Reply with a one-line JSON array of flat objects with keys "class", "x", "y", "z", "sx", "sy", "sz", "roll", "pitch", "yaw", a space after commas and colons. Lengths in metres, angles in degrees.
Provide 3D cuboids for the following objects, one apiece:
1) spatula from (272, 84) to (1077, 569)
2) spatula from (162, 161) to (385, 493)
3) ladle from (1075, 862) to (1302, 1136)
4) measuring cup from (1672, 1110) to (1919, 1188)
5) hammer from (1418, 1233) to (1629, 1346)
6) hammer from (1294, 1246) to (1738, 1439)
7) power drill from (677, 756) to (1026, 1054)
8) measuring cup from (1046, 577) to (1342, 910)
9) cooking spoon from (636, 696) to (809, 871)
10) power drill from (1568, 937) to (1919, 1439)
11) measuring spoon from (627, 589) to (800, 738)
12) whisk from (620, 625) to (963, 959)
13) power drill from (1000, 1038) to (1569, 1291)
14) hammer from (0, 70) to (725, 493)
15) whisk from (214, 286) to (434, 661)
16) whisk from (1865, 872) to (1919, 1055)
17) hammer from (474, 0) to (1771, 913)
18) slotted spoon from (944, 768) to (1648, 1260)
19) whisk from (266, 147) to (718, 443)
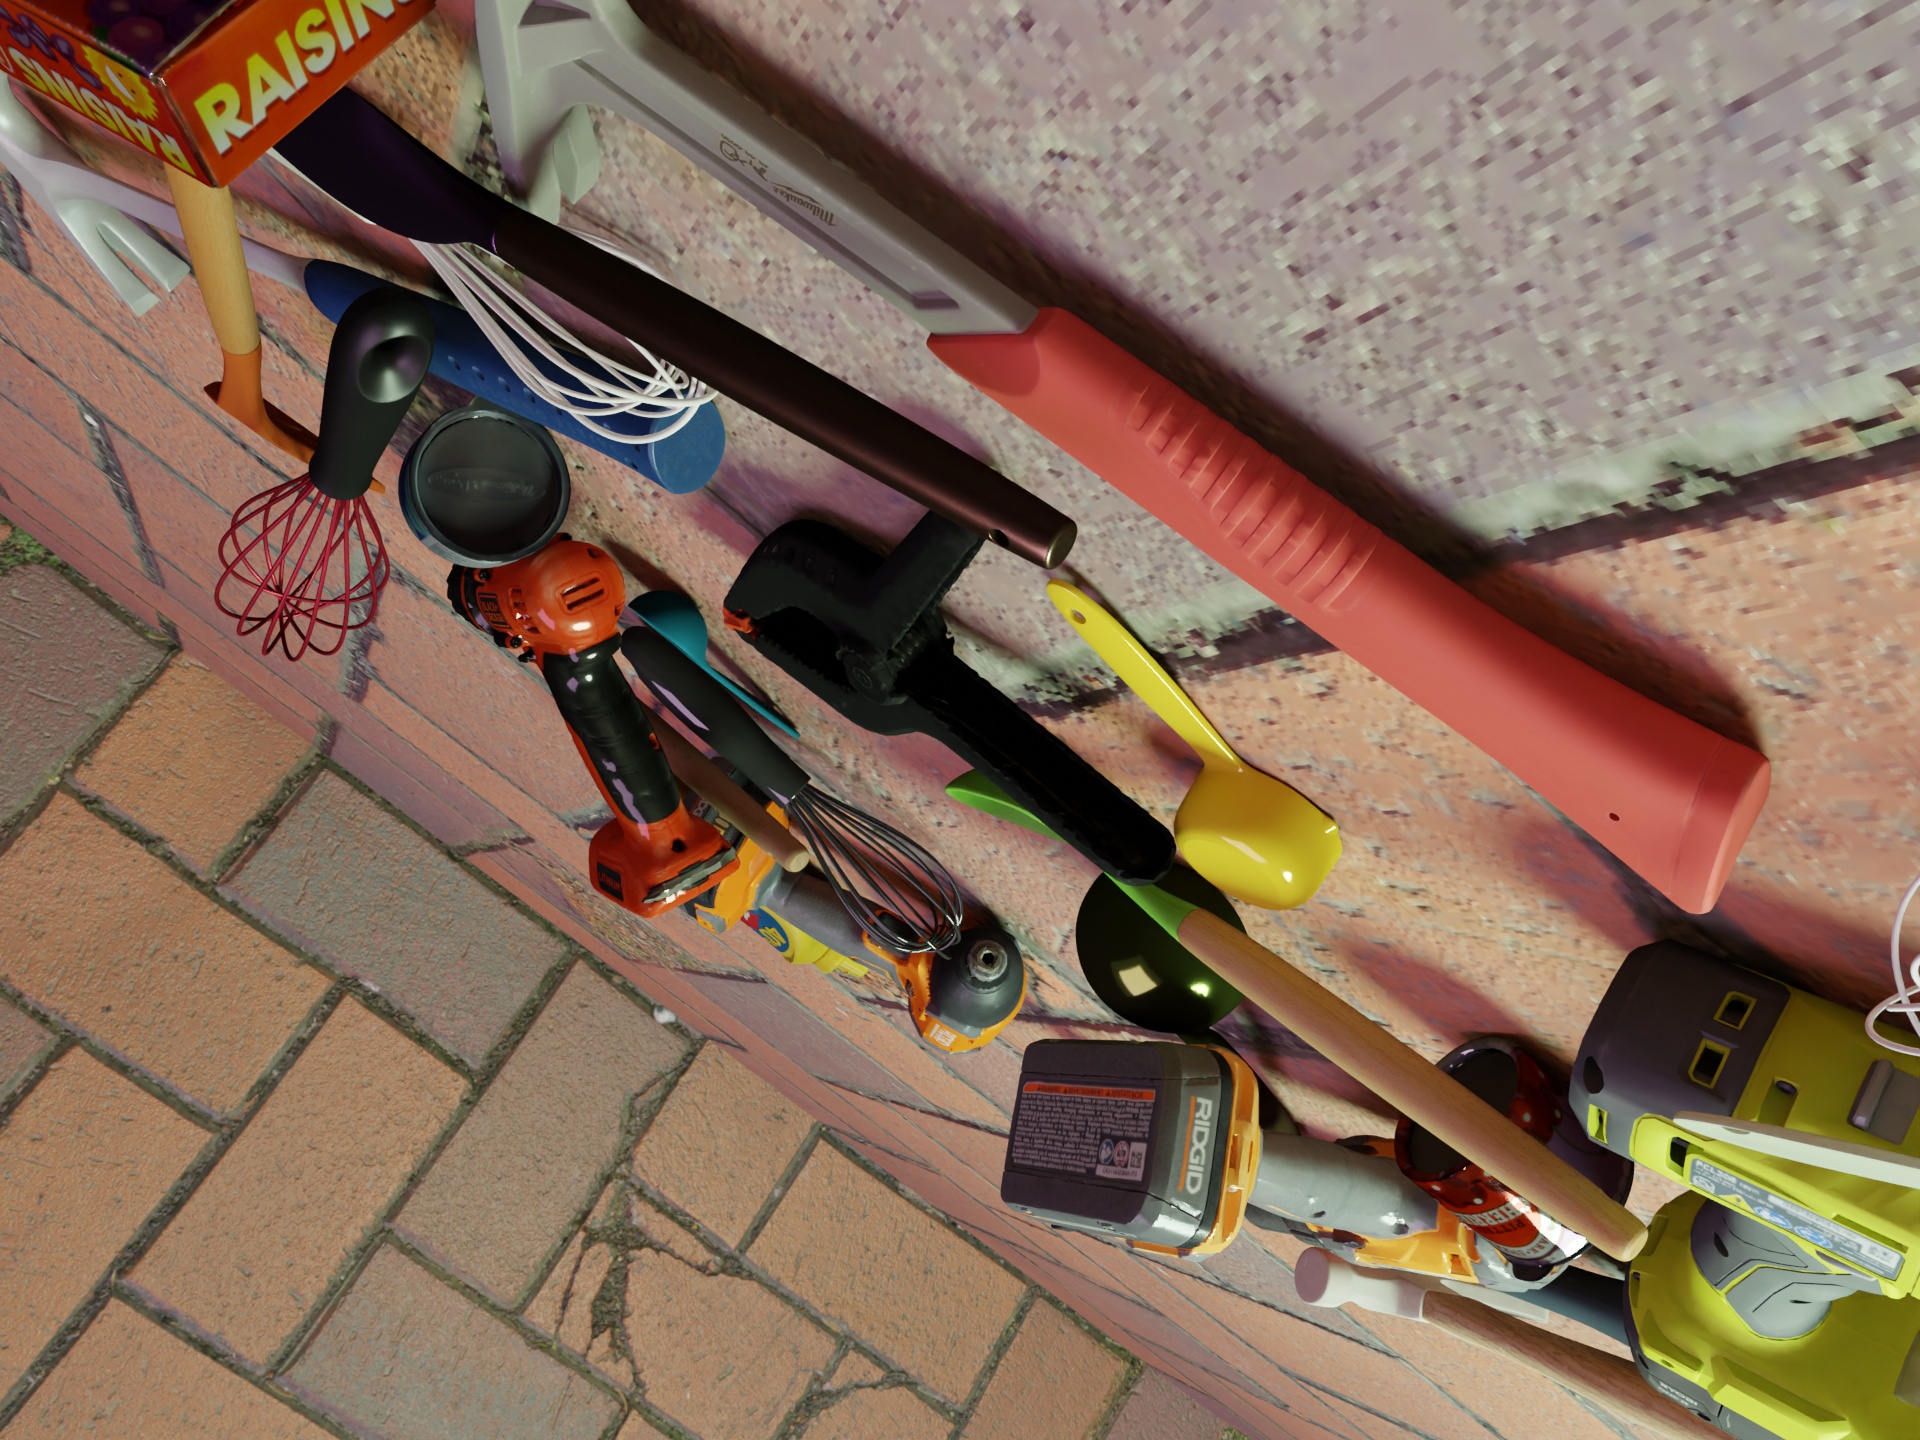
[{"class": "spatula", "x": -0.100, "y": -0.117, "z": 0.422, "sx": 0.316, "sy": 0.018, "sz": 0.059, "roll": 32, "pitch": 156, "yaw": 22}, {"class": "spatula", "x": -0.266, "y": -0.161, "z": 0.591, "sx": 0.081, "sy": 0.041, "sz": 0.322, "roll": 36, "pitch": 156, "yaw": -4}, {"class": "ladle", "x": 0.130, "y": 0.153, "z": 0.767, "sx": 0.078, "sy": 0.062, "sz": 0.319, "roll": 12, "pitch": 159, "yaw": 30}, {"class": "measuring cup", "x": 0.252, "y": 0.093, "z": 0.359, "sx": 0.168, "sy": 0.038, "sz": 0.083, "roll": 4, "pitch": 155, "yaw": 38}, {"class": "hammer", "x": 0.199, "y": 0.259, "z": 0.850, "sx": 0.143, "sy": 0.038, "sz": 0.386, "roll": 28, "pitch": 166, "yaw": -35}, {"class": "hammer", "x": 0.310, "y": 0.314, "z": 0.755, "sx": 0.130, "sy": 0.031, "sz": 0.331, "roll": 17, "pitch": 171, "yaw": -23}, {"class": "power drill", "x": -0.064, "y": 0.113, "z": 0.928, "sx": 0.226, "sy": 0.084, "sz": 0.164, "roll": 30, "pitch": 160, "yaw": 3}, {"class": "measuring cup", "x": 0.071, "y": 0.013, "z": 0.530, "sx": 0.156, "sy": 0.029, "sz": 0.062, "roll": 45, "pitch": 159, "yaw": -30}, {"class": "cooking spoon", "x": -0.184, "y": -0.012, "z": 0.847, "sx": 0.319, "sy": 0.017, "sz": 0.068, "roll": 36, "pitch": 162, "yaw": 33}, {"class": "power drill", "x": 0.286, "y": 0.169, "z": 0.474, "sx": 0.191, "sy": 0.080, "sz": 0.228, "roll": 23, "pitch": 155, "yaw": 34}, {"class": "measuring spoon", "x": -0.111, "y": -0.028, "z": 0.773, "sx": 0.042, "sy": 0.021, "sz": 0.128, "roll": 34, "pitch": 174, "yaw": 42}, {"class": "whisk", "x": -0.087, "y": 0.038, "z": 0.822, "sx": 0.239, "sy": 0.055, "sz": 0.055, "roll": 44, "pitch": 160, "yaw": -4}, {"class": "power drill", "x": 0.130, "y": 0.202, "z": 0.715, "sx": 0.226, "sy": 0.084, "sz": 0.185, "roll": 19, "pitch": 162, "yaw": -26}, {"class": "hammer", "x": -0.256, "y": -0.172, "z": 0.635, "sx": 0.406, "sy": 0.035, "sz": 0.144, "roll": 26, "pitch": 159, "yaw": 25}, {"class": "whisk", "x": -0.250, "y": -0.090, "z": 0.632, "sx": 0.073, "sy": 0.073, "sz": 0.296, "roll": 40, "pitch": 148, "yaw": -12}, {"class": "whisk", "x": 0.271, "y": 0.040, "z": 0.230, "sx": 0.070, "sy": 0.070, "sz": 0.284, "roll": 41, "pitch": 156, "yaw": -15}, {"class": "hammer", "x": 0.035, "y": -0.070, "z": 0.388, "sx": 0.359, "sy": 0.037, "sz": 0.149, "roll": 36, "pitch": 161, "yaw": 0}, {"class": "slotted spoon", "x": 0.102, "y": 0.087, "z": 0.568, "sx": 0.314, "sy": 0.031, "sz": 0.070, "roll": 35, "pitch": -177, "yaw": 43}, {"class": "whisk", "x": -0.177, "y": -0.166, "z": 0.510, "sx": 0.246, "sy": 0.059, "sz": 0.057, "roll": 35, "pitch": 125, "yaw": 11}]
